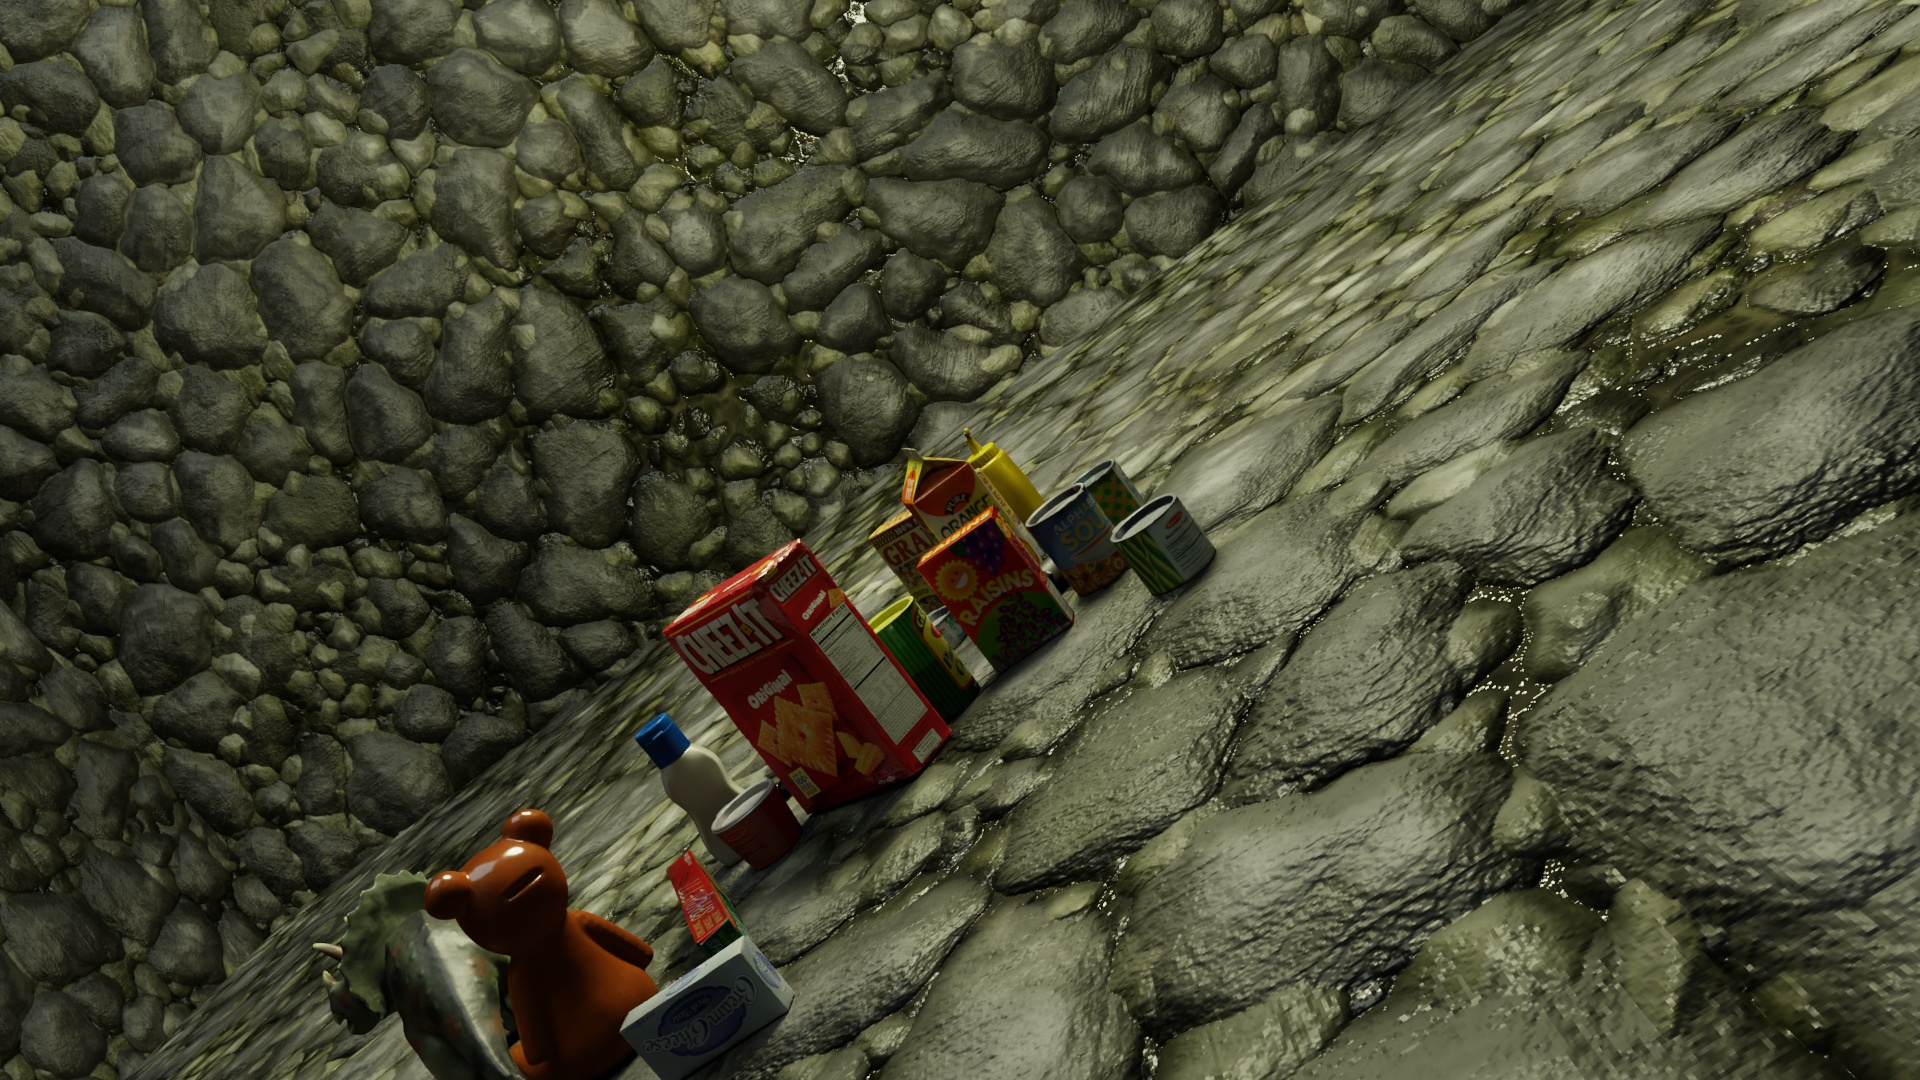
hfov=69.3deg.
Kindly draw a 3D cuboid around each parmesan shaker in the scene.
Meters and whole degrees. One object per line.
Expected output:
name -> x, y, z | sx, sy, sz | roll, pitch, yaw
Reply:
parmesan shaker -> -0.039, 0.110, 1.241 | 0.071, 0.103, 0.071 | -36, 10, 7

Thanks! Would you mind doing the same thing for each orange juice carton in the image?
orange juice carton -> 0.005, -0.018, 1.411 | 0.073, 0.192, 0.072 | -38, 9, -6

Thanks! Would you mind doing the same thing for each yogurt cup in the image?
yogurt cup -> -0.175, 0.250, 1.216 | 0.072, 0.054, 0.072 | -36, 10, 7

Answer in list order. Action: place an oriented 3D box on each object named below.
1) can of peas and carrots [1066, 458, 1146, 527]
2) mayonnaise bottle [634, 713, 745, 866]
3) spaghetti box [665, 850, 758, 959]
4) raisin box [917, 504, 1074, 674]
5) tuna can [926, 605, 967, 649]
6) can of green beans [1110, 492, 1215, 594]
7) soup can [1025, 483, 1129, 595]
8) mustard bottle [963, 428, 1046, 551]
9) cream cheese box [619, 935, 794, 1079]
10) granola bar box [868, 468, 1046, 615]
can of peas and carrots -> 0.145, -0.040, 1.417 | 0.071, 0.058, 0.071 | -36, 10, 7
mayonnaise bottle -> -0.238, 0.225, 1.275 | 0.065, 0.148, 0.041 | -40, 10, -12
spaghetti box -> -0.196, 0.295, 1.094 | 0.029, 0.050, 0.250 | -40, 10, -14
raisin box -> 0.032, 0.044, 1.237 | 0.086, 0.123, 0.040 | -35, 10, 13
tuna can -> -0.025, 0.098, 1.450 | 0.071, 0.033, 0.071 | -36, 10, 7
can of green beans -> 0.167, 0.003, 1.143 | 0.071, 0.057, 0.071 | -36, 10, 7
soup can -> 0.112, -0.001, 1.279 | 0.071, 0.083, 0.071 | -36, 10, 7
mustard bottle -> 0.050, -0.058, 1.537 | 0.048, 0.160, 0.065 | -35, 10, 16
cream cheese box -> -0.166, 0.309, 0.912 | 0.103, 0.053, 0.024 | -36, 10, 10
granola bar box -> -0.006, 0.008, 1.532 | 0.165, 0.124, 0.039 | -29, 13, 40
